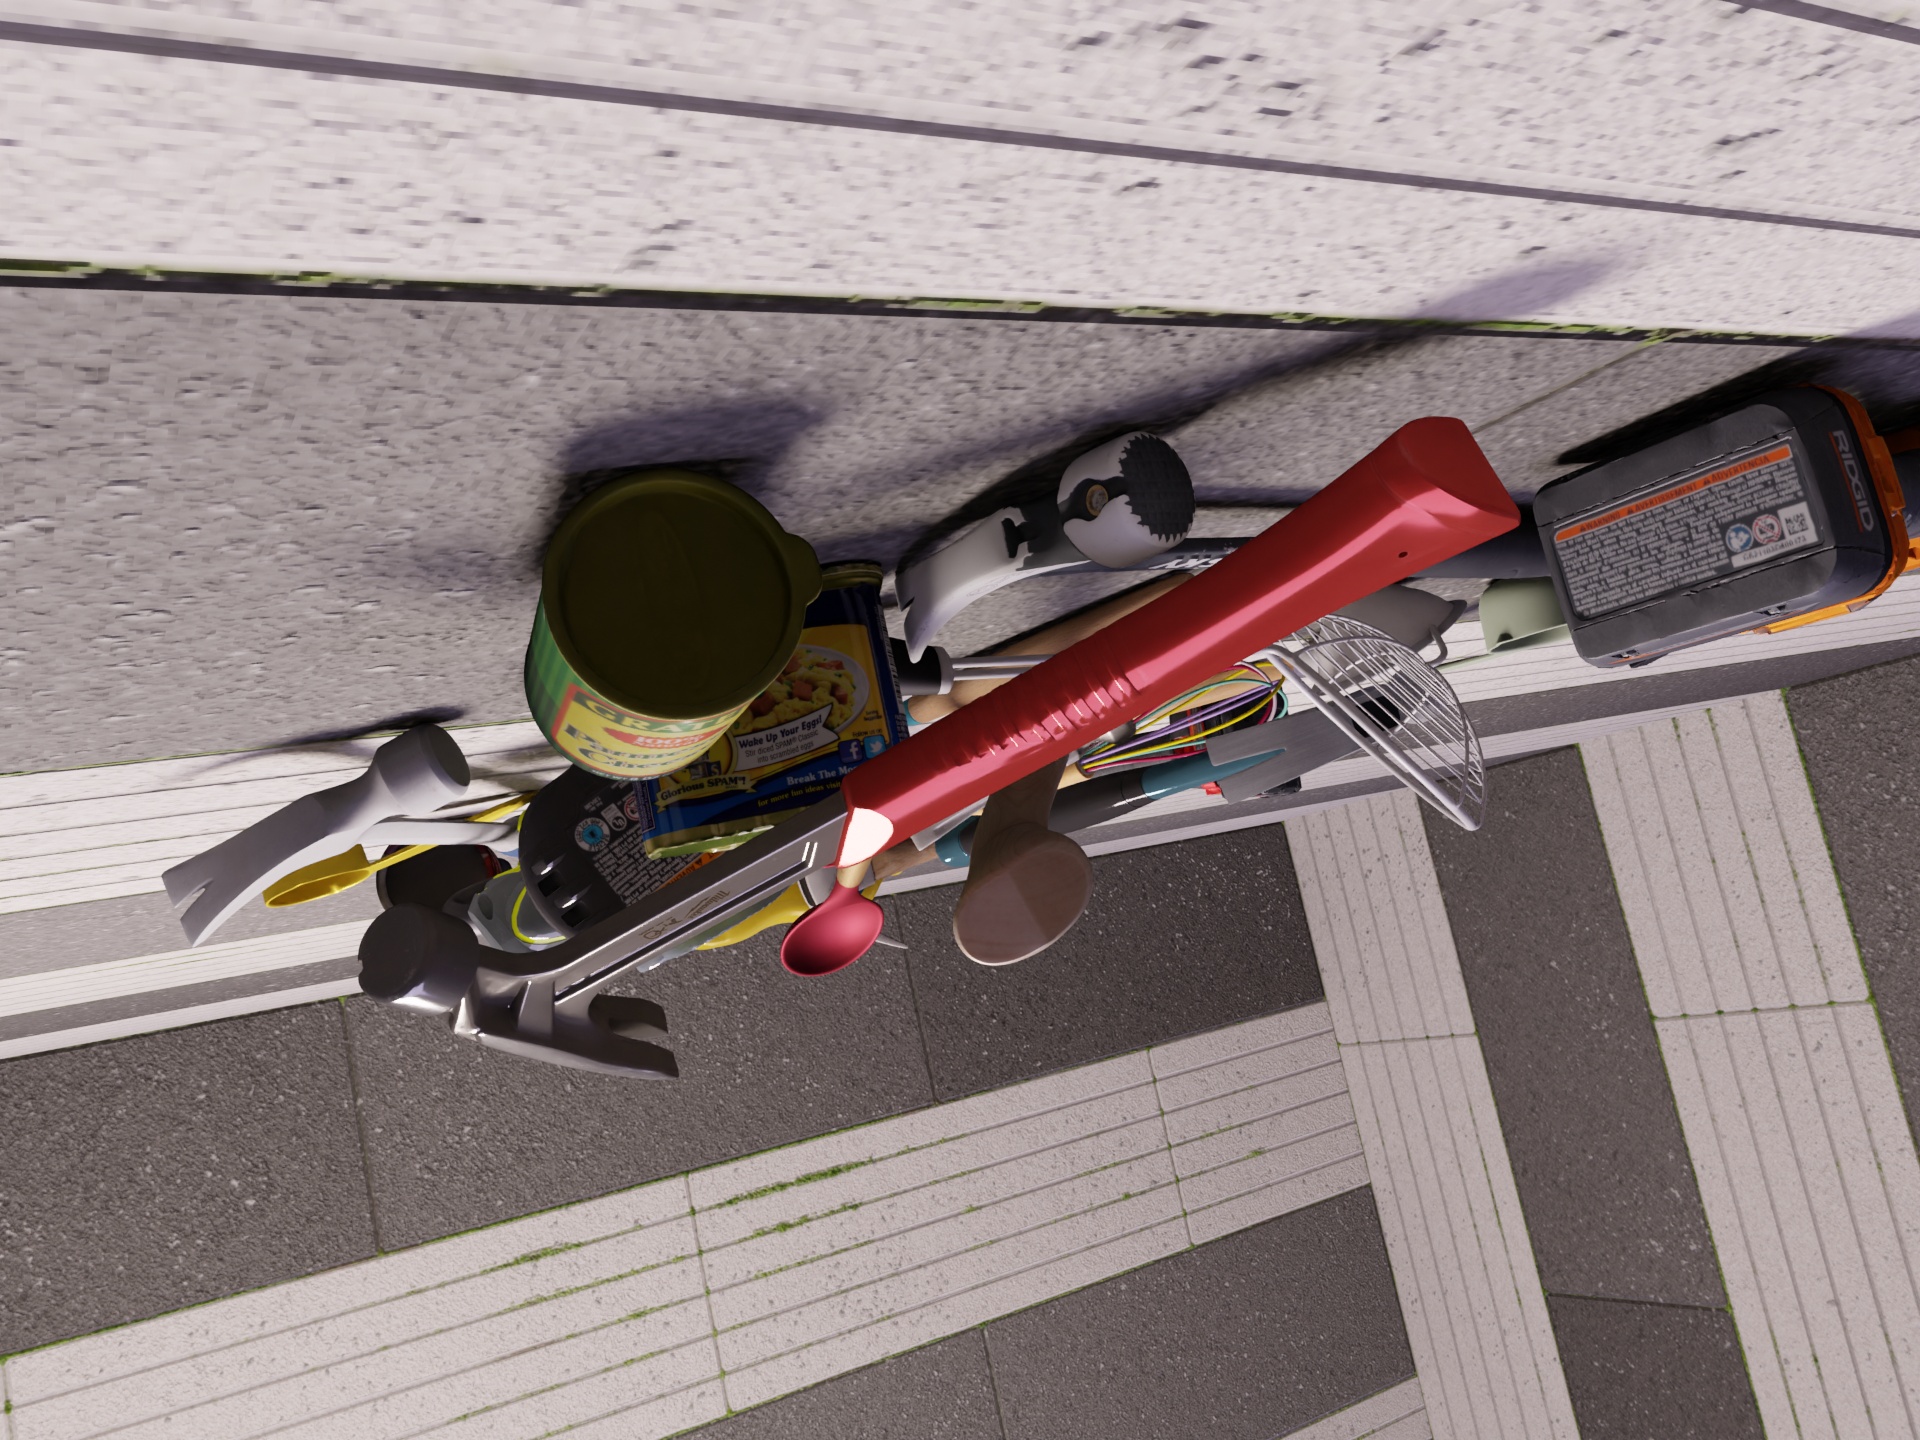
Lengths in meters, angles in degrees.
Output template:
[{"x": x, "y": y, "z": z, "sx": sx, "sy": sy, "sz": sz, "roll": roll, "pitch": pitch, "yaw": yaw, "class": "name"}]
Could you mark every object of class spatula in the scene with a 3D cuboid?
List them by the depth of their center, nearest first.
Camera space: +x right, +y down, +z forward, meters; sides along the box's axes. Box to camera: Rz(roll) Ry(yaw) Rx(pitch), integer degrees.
[{"x": -0.001, "y": -0.002, "z": 0.777, "sx": 0.082, "sy": 0.044, "sz": 0.317, "roll": 8, "pitch": 158, "yaw": -39, "class": "spatula"}]

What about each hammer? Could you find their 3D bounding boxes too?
[{"x": -0.001, "y": 0.018, "z": 0.491, "sx": 0.359, "sy": 0.037, "sz": 0.149, "roll": -29, "pitch": 149, "yaw": 15, "class": "hammer"}, {"x": 0.155, "y": -0.065, "z": 0.629, "sx": 0.408, "sy": 0.036, "sz": 0.149, "roll": -6, "pitch": 171, "yaw": -40, "class": "hammer"}, {"x": 0.018, "y": 0.048, "z": 0.730, "sx": 0.146, "sy": 0.038, "sz": 0.410, "roll": -30, "pitch": -176, "yaw": 7, "class": "hammer"}, {"x": -0.246, "y": 0.061, "z": 0.835, "sx": 0.144, "sy": 0.035, "sz": 0.405, "roll": -27, "pitch": 172, "yaw": 5, "class": "hammer"}, {"x": 0.102, "y": 0.037, "z": 0.889, "sx": 0.128, "sy": 0.033, "sz": 0.331, "roll": -19, "pitch": 178, "yaw": -42, "class": "hammer"}, {"x": 0.030, "y": 0.074, "z": 1.199, "sx": 0.331, "sy": 0.130, "sz": 0.031, "roll": -17, "pitch": -171, "yaw": -26, "class": "hammer"}]

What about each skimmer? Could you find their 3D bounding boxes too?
[{"x": 0.048, "y": 0.005, "z": 0.652, "sx": 0.363, "sy": 0.090, "sz": 0.127, "roll": -2, "pitch": -157, "yaw": -16, "class": "skimmer"}]

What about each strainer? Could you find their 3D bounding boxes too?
[{"x": 0.207, "y": -0.041, "z": 0.850, "sx": 0.087, "sy": 0.050, "sz": 0.258, "roll": -33, "pitch": 177, "yaw": 0, "class": "strainer"}]

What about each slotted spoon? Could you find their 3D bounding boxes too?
[{"x": 0.056, "y": 0.007, "z": 1.006, "sx": 0.314, "sy": 0.031, "sz": 0.070, "roll": -15, "pitch": 163, "yaw": 9, "class": "slotted spoon"}]

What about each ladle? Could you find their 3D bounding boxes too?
[{"x": -0.060, "y": 0.079, "z": 0.887, "sx": 0.069, "sy": 0.031, "sz": 0.315, "roll": -17, "pitch": 158, "yaw": -19, "class": "ladle"}]

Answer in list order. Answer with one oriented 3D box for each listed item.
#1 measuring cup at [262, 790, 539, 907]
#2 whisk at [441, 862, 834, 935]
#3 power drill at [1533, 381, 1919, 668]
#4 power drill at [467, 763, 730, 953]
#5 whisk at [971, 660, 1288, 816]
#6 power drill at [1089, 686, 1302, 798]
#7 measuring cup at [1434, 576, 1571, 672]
[{"x": -0.310, "y": 0.061, "z": 0.877, "sx": 0.156, "sy": 0.029, "sz": 0.062, "roll": -23, "pitch": 172, "yaw": -7, "class": "measuring cup"}, {"x": -0.147, "y": 0.068, "z": 0.888, "sx": 0.295, "sy": 0.073, "sz": 0.073, "roll": -16, "pitch": 176, "yaw": -38, "class": "whisk"}, {"x": 0.337, "y": -0.079, "z": 0.647, "sx": 0.226, "sy": 0.084, "sz": 0.164, "roll": -11, "pitch": 173, "yaw": -35, "class": "power drill"}, {"x": -0.135, "y": 0.046, "z": 0.724, "sx": 0.171, "sy": 0.080, "sz": 0.223, "roll": -39, "pitch": -176, "yaw": -21, "class": "power drill"}, {"x": 0.094, "y": 0.017, "z": 0.968, "sx": 0.245, "sy": 0.047, "sz": 0.051, "roll": -24, "pitch": 144, "yaw": 36, "class": "whisk"}, {"x": 0.112, "y": 0.031, "z": 1.093, "sx": 0.219, "sy": 0.078, "sz": 0.143, "roll": -13, "pitch": 172, "yaw": 25, "class": "power drill"}, {"x": 0.305, "y": -0.056, "z": 0.908, "sx": 0.083, "sy": 0.038, "sz": 0.167, "roll": -9, "pitch": 173, "yaw": -22, "class": "measuring cup"}]
